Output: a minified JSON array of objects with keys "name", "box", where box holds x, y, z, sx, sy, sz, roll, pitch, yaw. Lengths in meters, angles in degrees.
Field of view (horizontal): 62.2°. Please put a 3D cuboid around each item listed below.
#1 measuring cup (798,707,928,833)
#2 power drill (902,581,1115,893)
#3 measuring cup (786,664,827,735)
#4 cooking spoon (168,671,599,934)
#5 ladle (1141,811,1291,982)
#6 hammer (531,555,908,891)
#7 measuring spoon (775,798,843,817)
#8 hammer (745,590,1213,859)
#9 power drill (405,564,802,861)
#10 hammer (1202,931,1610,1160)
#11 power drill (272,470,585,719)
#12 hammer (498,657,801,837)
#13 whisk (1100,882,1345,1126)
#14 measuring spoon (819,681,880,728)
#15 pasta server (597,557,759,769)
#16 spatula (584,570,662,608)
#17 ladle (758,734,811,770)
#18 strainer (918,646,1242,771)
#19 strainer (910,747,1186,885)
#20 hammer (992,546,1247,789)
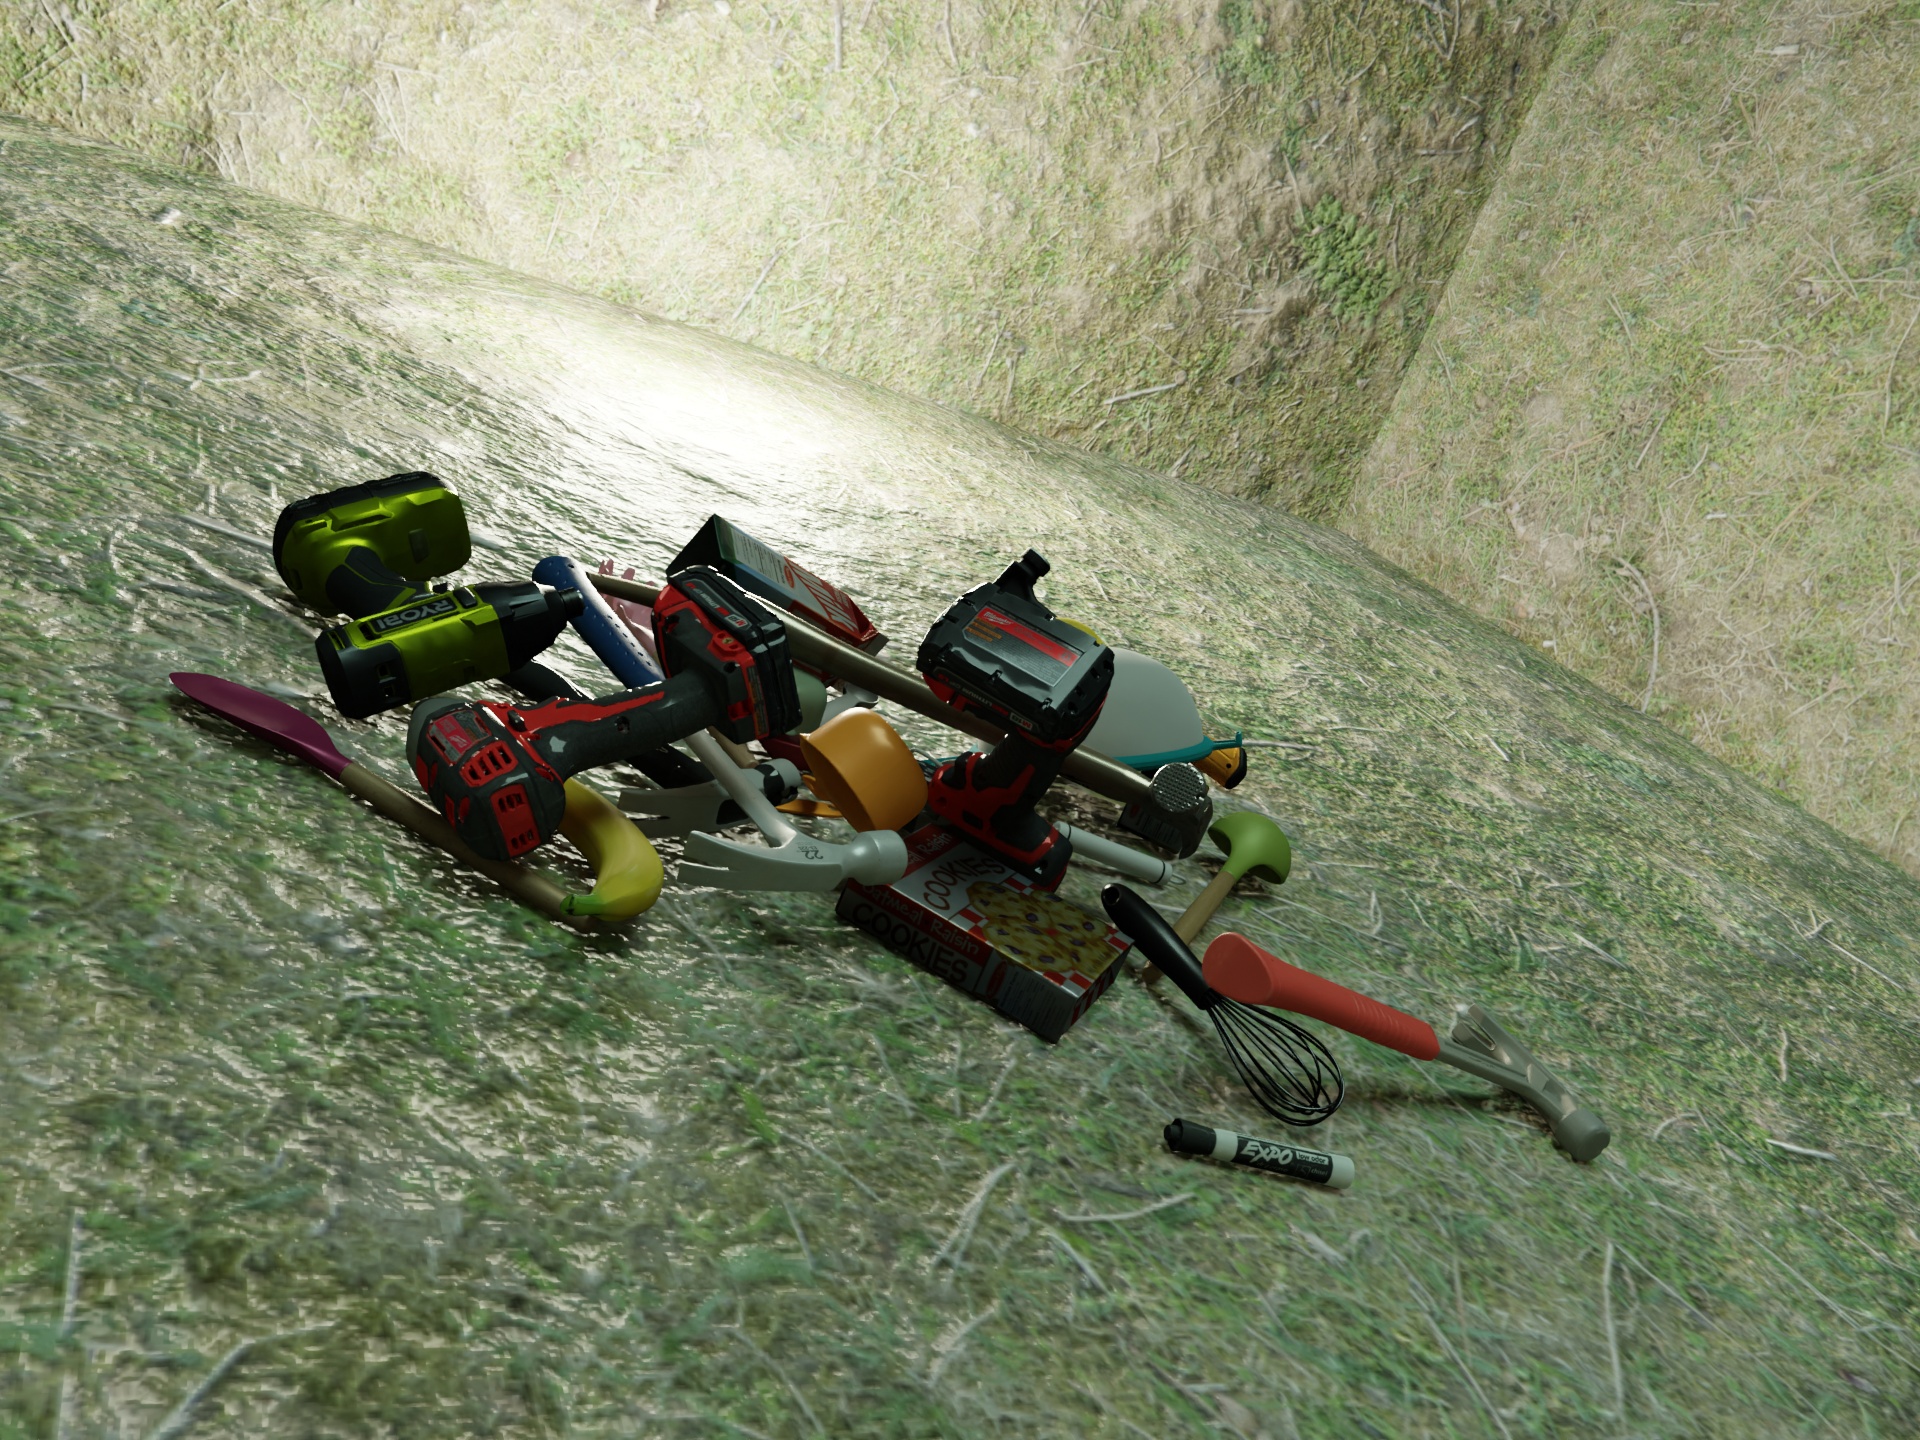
[{"name":"measuring cup","box":[-0.073,0.035,1.103,0.095,0.052,0.173,56,-14,-9]},{"name":"power drill","box":[0.003,0.016,1.099,0.188,0.226,0.080,29,49,16]},{"name":"measuring cup","box":[-0.175,-0.031,1.189,0.167,0.038,0.083,15,15,-31]},{"name":"cooking spoon","box":[-0.339,0.043,0.931,0.319,0.017,0.068,28,8,17]},{"name":"ladle","box":[0.194,0.143,1.244,0.078,0.062,0.320,36,28,12]},{"name":"hammer","box":[-0.199,-0.009,1.069,0.144,0.035,0.406,0,30,-40]},{"name":"measuring spoon","box":[-0.130,0.056,1.144,0.116,0.011,0.021,11,21,-31]},{"name":"hammer","box":[-0.002,-0.004,1.208,0.411,0.038,0.146,24,-13,17]},{"name":"power drill","box":[-0.218,-0.007,0.950,0.219,0.078,0.143,-27,40,-26]},{"name":"hammer","box":[0.287,0.201,1.062,0.358,0.036,0.149,25,14,-34]},{"name":"power drill","box":[-0.376,-0.092,1.109,0.171,0.080,0.223,-21,39,-26]},{"name":"hammer","box":[-0.280,-0.012,1.119,0.335,0.035,0.146,29,25,27]},{"name":"whisk","box":[0.167,0.180,1.057,0.055,0.055,0.239,6,27,-40]},{"name":"measuring spoon","box":[-0.106,-0.006,1.353,0.034,0.018,0.124,32,26,10]},{"name":"pasta server","box":[-0.228,-0.046,1.282,0.060,0.040,0.317,24,14,-42]},{"name":"spatula","box":[-0.213,-0.091,1.381,0.060,0.018,0.315,36,11,30]},{"name":"ladle","box":[-0.176,-0.029,1.313,0.069,0.031,0.316,13,18,-33]},{"name":"strainer","box":[0.057,-0.009,1.326,0.340,0.095,0.211,-6,8,-34]},{"name":"strainer","box":[0.071,0.087,1.236,0.258,0.087,0.050,22,56,-21]},{"name":"hammer","box":[0.152,-0.037,1.631,0.337,0.127,0.034,40,-6,21]}]
